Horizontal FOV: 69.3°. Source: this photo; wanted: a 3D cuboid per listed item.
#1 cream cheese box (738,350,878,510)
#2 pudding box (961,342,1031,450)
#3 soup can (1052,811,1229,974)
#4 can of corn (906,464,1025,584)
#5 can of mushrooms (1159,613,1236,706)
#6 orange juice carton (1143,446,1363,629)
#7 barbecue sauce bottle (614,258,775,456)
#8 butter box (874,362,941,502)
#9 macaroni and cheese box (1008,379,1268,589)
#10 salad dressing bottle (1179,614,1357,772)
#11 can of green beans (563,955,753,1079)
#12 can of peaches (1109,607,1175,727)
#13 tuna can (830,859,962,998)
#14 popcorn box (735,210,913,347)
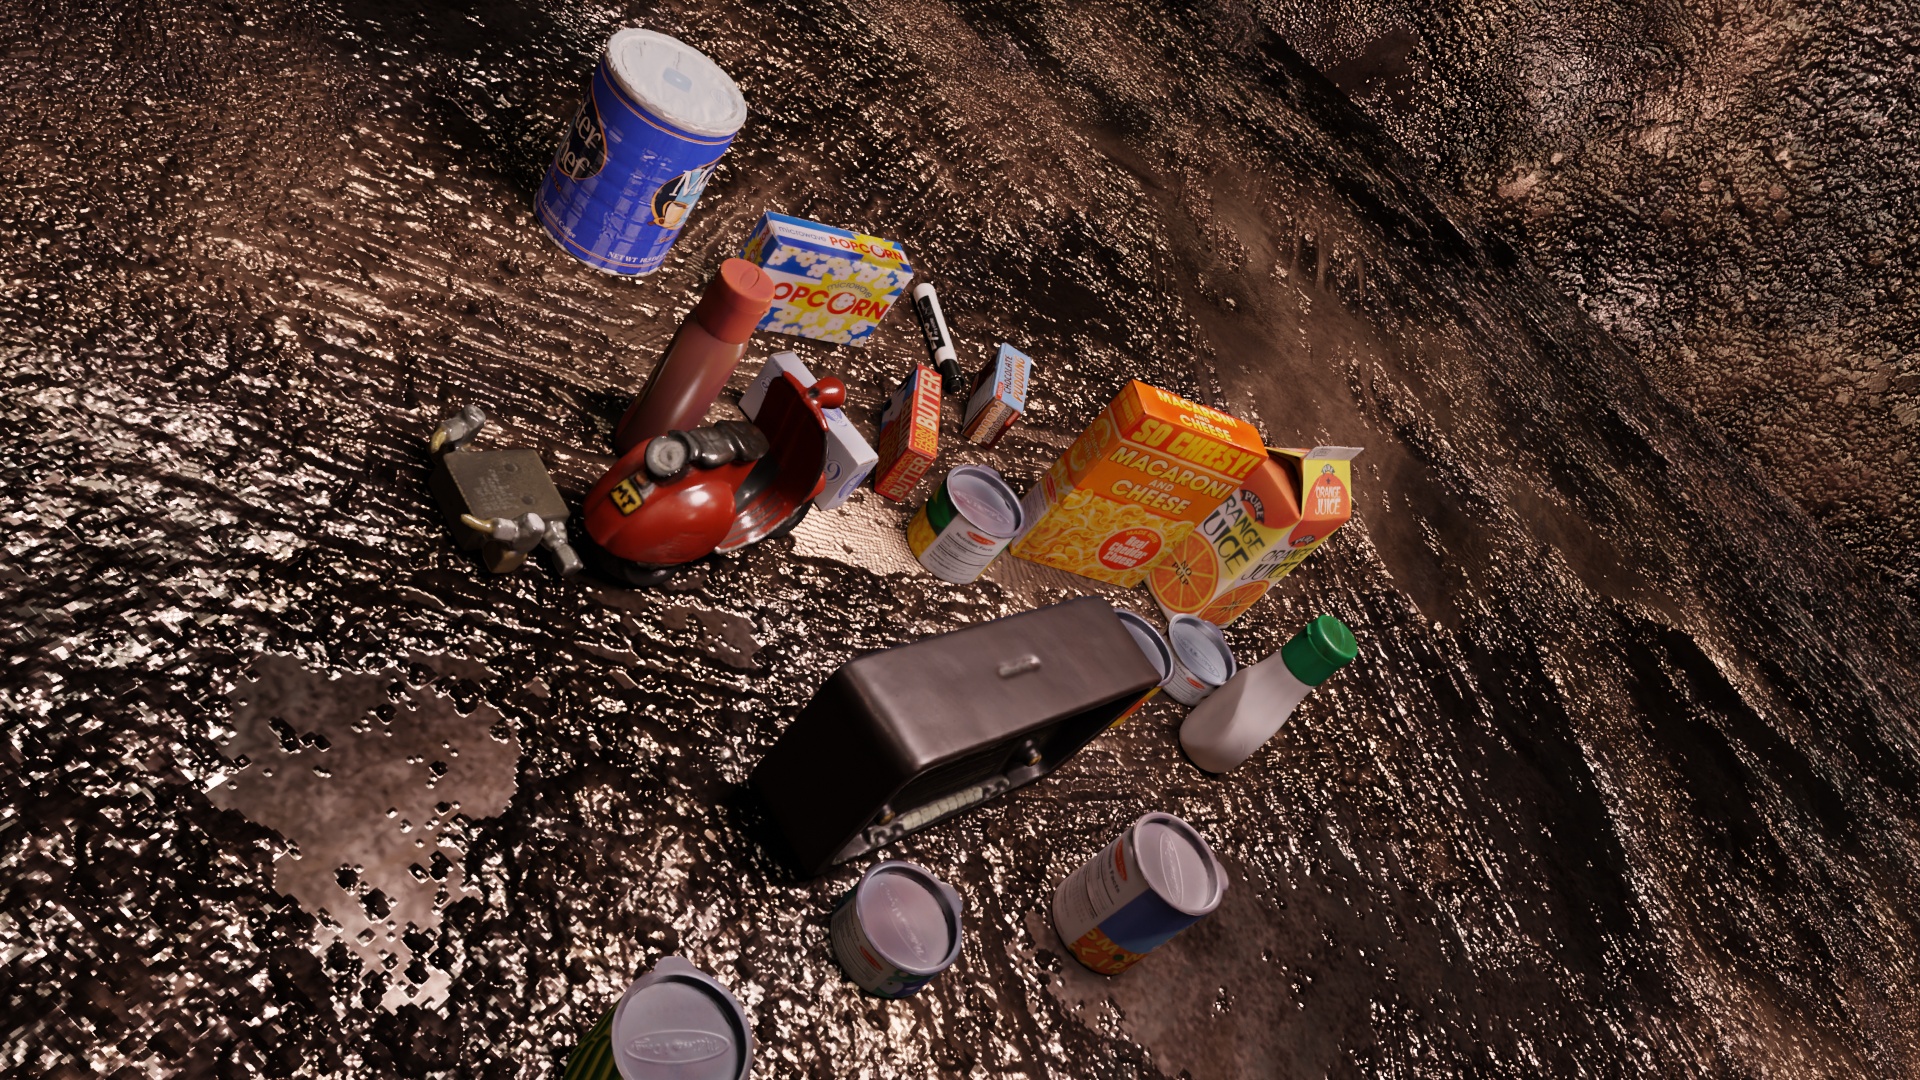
[{"bbox_3d":[-0.106,-0.076,0.966,0.104,0.053,0.024,51,36,13],"label":"cream cheese box"},{"bbox_3d":[0.030,-0.119,1.140,0.030,0.049,0.084,30,37,-15],"label":"pudding box"},{"bbox_3d":[0.107,0.213,0.832,0.071,0.083,0.072,25,39,-22],"label":"soup can"},{"bbox_3d":[0.004,-0.012,0.996,0.071,0.058,0.071,25,39,-22],"label":"can of corn"},{"bbox_3d":[0.177,0.091,1.068,0.071,0.033,0.071,25,39,-22],"label":"can of mushrooms"},{"bbox_3d":[0.232,-0.012,1.090,0.072,0.191,0.073,-1,53,-44],"label":"orange juice carton"},{"bbox_3d":[-0.165,-0.110,0.867,0.043,0.147,0.065,34,36,-11],"label":"barbecue sauce bottle"},{"bbox_3d":[-0.039,-0.081,1.033,0.024,0.053,0.104,26,38,-20],"label":"butter box"},{"bbox_3d":[0.129,-0.039,1.047,0.124,0.165,0.040,16,43,-31],"label":"macaroni and cheese box"},{"bbox_3d":[0.218,0.109,0.989,0.044,0.147,0.064,33,36,-12],"label":"salad dressing bottle"},{"bbox_3d":[-0.134,0.232,0.613,0.071,0.057,0.071,25,39,-22],"label":"can of green beans"},{"bbox_3d":[0.106,0.090,0.982,0.071,0.057,0.071,25,39,-22],"label":"can of peaches"},{"bbox_3d":[-0.033,0.209,0.750,0.071,0.032,0.071,25,39,-22],"label":"tuna can"},{"bbox_3d":[-0.111,-0.198,1.062,0.127,0.084,0.038,4,49,-40],"label":"popcorn box"}]
